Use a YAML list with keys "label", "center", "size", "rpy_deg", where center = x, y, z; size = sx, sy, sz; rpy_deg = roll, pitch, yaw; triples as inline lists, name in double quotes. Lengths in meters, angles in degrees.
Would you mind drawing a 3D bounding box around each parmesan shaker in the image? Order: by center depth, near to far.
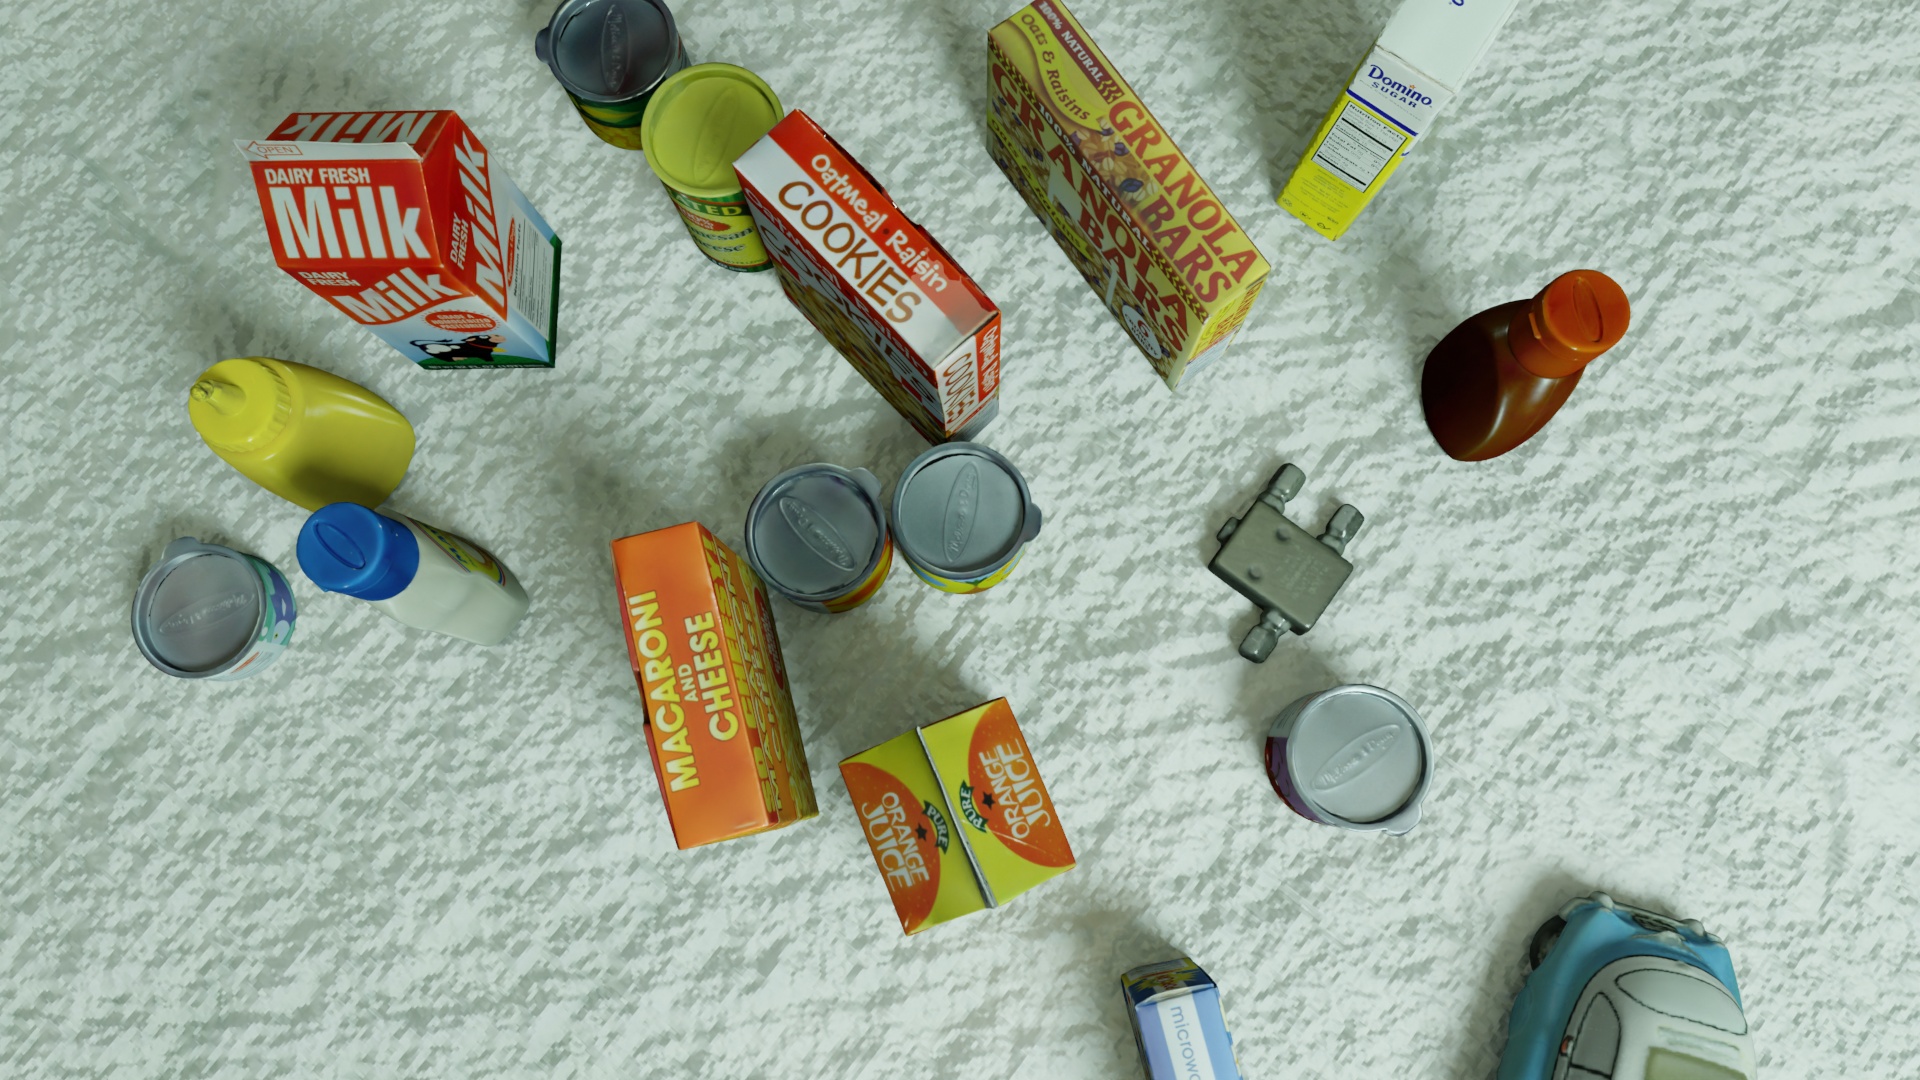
- label: "parmesan shaker"
  center: [-0.109, -0.178, 0.683]
  size: [0.071, 0.103, 0.071]
  rpy_deg: [0, 80, 1]

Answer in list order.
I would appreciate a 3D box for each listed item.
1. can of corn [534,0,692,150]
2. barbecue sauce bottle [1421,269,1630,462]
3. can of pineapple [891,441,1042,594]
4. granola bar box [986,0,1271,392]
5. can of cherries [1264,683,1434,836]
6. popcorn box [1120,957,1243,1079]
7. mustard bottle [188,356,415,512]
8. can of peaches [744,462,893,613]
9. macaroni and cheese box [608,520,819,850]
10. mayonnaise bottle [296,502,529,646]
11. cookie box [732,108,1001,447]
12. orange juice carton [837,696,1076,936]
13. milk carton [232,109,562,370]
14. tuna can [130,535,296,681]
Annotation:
- label: "can of corn"
  center: [-0.176, -0.244, 0.718]
  size: [0.071, 0.058, 0.071]
  rpy_deg: [0, 80, 1]
- label: "barbecue sauce bottle"
  center: [0.255, -0.081, 0.636]
  size: [0.044, 0.148, 0.065]
  rpy_deg: [-10, 80, -1]
- label: "can of pineapple"
  center: [0.002, -0.008, 0.673]
  size: [0.071, 0.058, 0.071]
  rpy_deg: [0, 80, 1]
- label: "granola bar box"
  center: [0.075, -0.162, 0.666]
  size: [0.039, 0.124, 0.165]
  rpy_deg: [-35, 81, -5]
- label: "can of cherries"
  center: [0.181, 0.104, 0.649]
  size: [0.071, 0.058, 0.071]
  rpy_deg: [0, 80, 1]
- label: "popcorn box"
  center: [0.106, 0.254, 0.610]
  size: [0.038, 0.085, 0.127]
  rpy_deg: [-14, 80, -1]
- label: "mustard bottle"
  center: [-0.306, -0.052, 0.634]
  size: [0.049, 0.160, 0.065]
  rpy_deg: [30, 82, 6]
- label: "can of peaches"
  center: [-0.065, -0.001, 0.673]
  size: [0.071, 0.058, 0.071]
  rpy_deg: [0, 80, 1]
- label: "macaroni and cheese box"
  center: [-0.103, 0.068, 0.606]
  size: [0.040, 0.166, 0.124]
  rpy_deg: [-15, 80, -1]
- label: "mayonnaise bottle"
  center: [-0.246, 0.014, 0.628]
  size: [0.065, 0.148, 0.041]
  rpy_deg: [40, 83, 7]
- label: "cookie box"
  center: [-0.036, -0.109, 0.636]
  size: [0.040, 0.167, 0.123]
  rpy_deg: [-43, 82, -6]
- label: "orange juice carton"
  center: [0.000, 0.113, 0.583]
  size: [0.073, 0.192, 0.072]
  rpy_deg: [-22, 81, -3]
- label: "milk carton"
  center: [-0.247, -0.139, 0.634]
  size: [0.072, 0.190, 0.073]
  rpy_deg: [0, 80, 1]
- label: "tuna can"
  center: [-0.367, 0.034, 0.684]
  size: [0.071, 0.033, 0.071]
  rpy_deg: [0, 80, 1]
